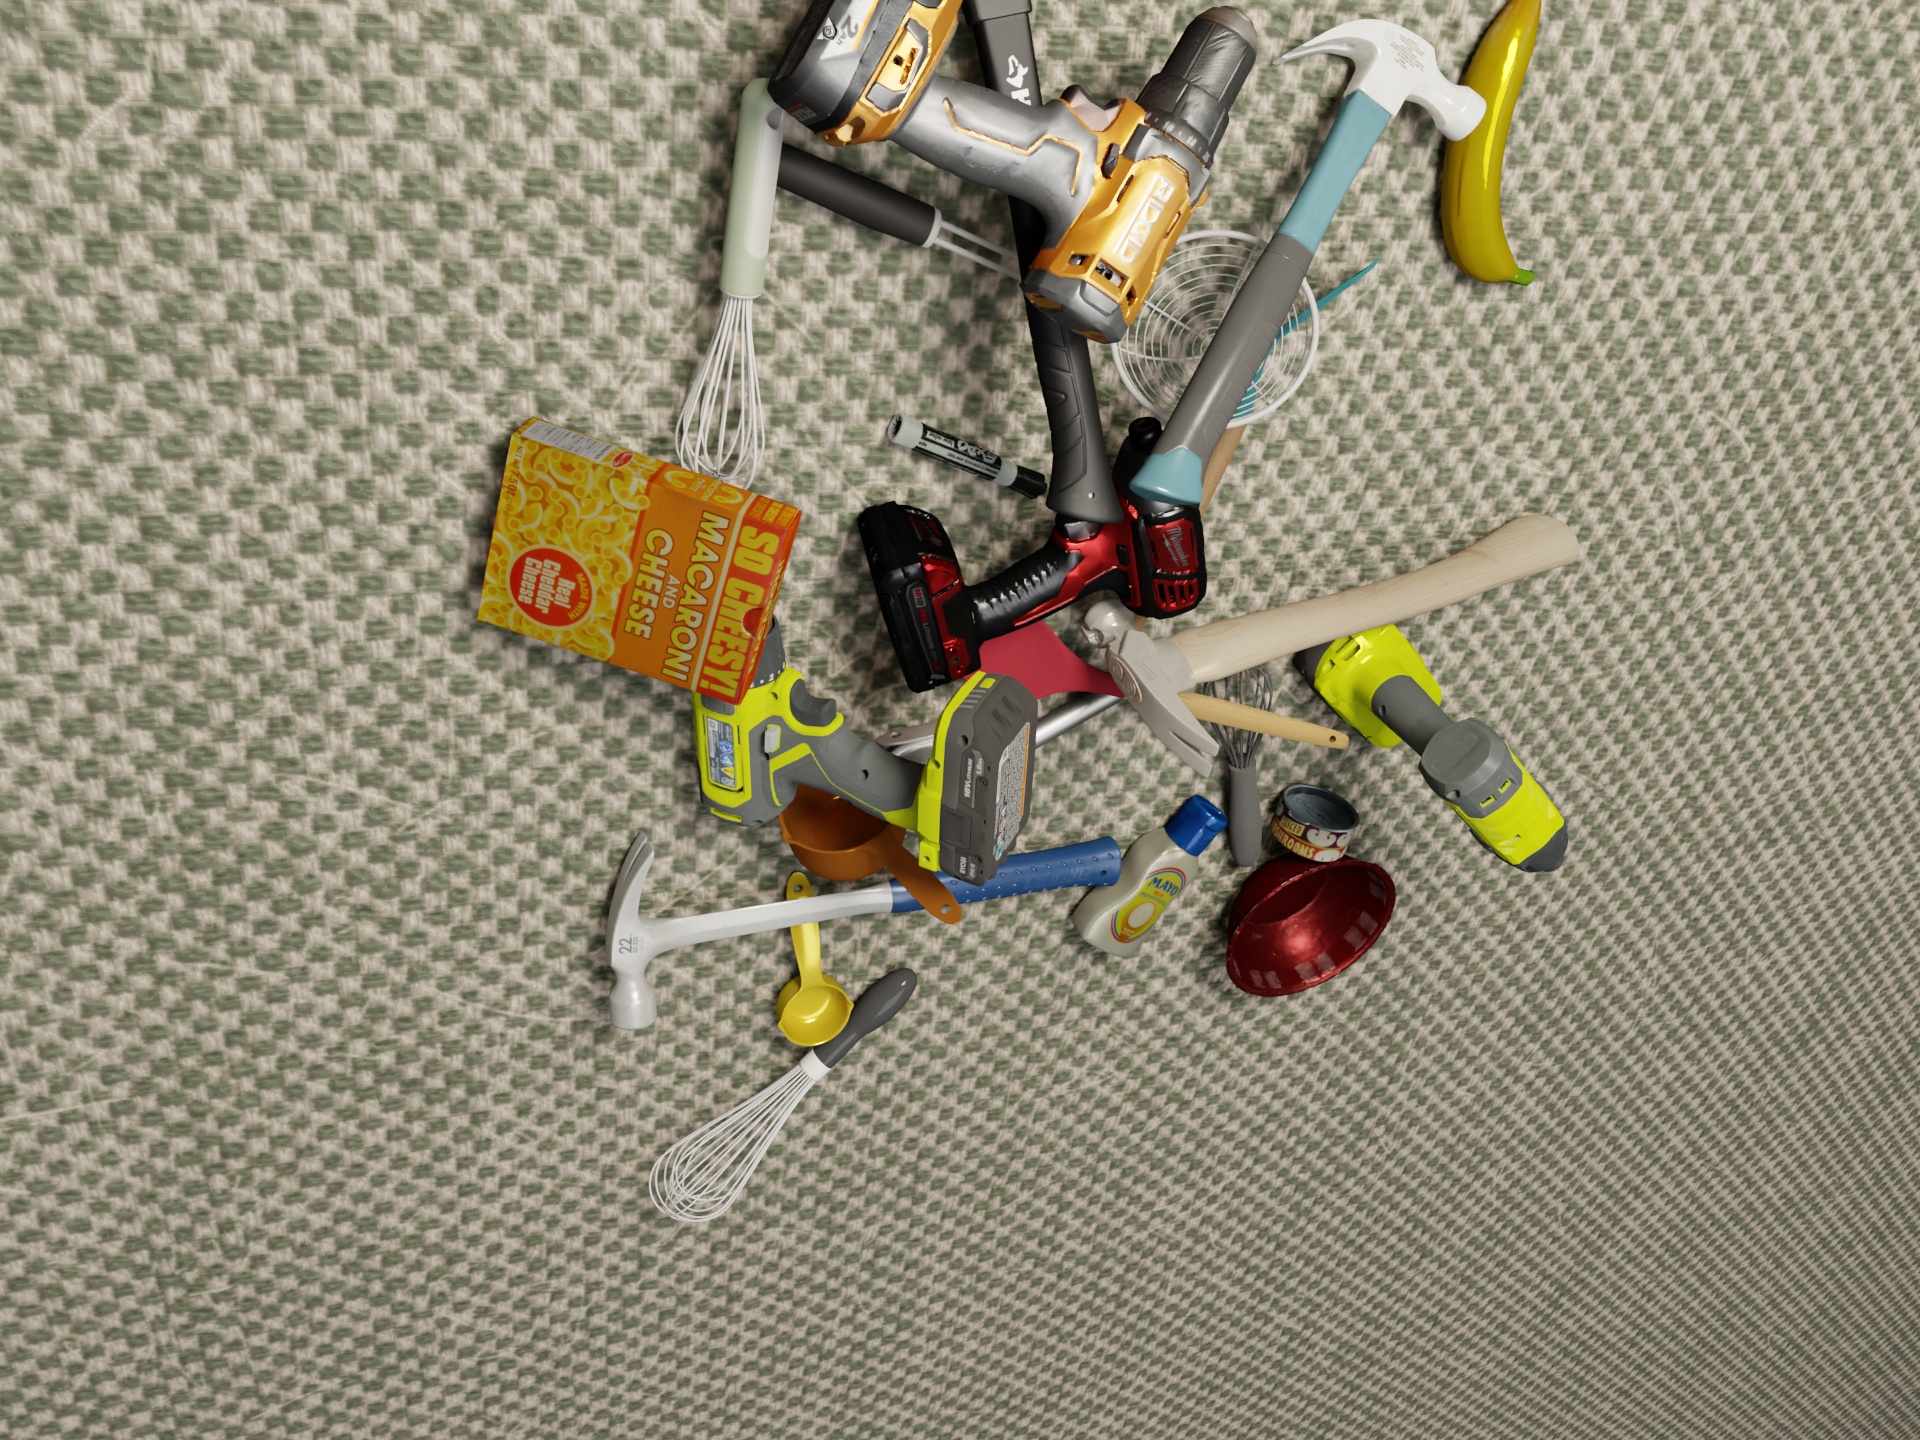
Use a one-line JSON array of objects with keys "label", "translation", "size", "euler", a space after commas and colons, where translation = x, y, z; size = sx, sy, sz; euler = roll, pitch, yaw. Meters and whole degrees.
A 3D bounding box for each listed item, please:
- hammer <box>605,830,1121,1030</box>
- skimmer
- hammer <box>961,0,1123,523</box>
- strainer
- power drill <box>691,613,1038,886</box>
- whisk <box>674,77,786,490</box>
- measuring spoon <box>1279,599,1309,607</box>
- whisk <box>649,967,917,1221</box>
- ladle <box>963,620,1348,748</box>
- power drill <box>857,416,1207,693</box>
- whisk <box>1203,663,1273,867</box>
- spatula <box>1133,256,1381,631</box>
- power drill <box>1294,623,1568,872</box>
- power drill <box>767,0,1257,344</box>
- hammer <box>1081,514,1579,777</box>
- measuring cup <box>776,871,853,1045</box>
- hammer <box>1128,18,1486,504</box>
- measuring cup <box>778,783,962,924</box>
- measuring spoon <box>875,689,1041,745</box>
[{"label": "hammer", "translation": [-0.064, 0.130, 1.196], "size": [0.405, 0.035, 0.144], "euler": [-7, 114, -23]}, {"label": "skimmer", "translation": [0.048, -0.273, 0.934], "size": [0.363, 0.090, 0.127], "euler": [14, 89, -29]}, {"label": "hammer", "translation": [0.051, -0.273, 0.900], "size": [0.146, 0.035, 0.334], "euler": [-16, 108, -11]}, {"label": "strainer", "translation": [0.037, 0.021, 1.173], "size": [0.258, 0.050, 0.086], "euler": [-29, 122, -7]}, {"label": "power drill", "translation": [-0.071, 0.002, 1.017], "size": [0.080, 0.228, 0.190], "euler": [-50, 151, -49]}, {"label": "whisk", "translation": [-0.124, -0.235, 0.895], "size": [0.058, 0.059, 0.246], "euler": [-32, 146, -45]}, {"label": "measuring spoon", "translation": [0.236, -0.073, 1.212], "size": [0.117, 0.011, 0.021], "euler": [-15, 128, -14]}, {"label": "whisk", "translation": [-0.141, 0.299, 1.282], "size": [0.284, 0.070, 0.070], "euler": [-44, 129, 3]}, {"label": "ladle", "translation": [0.144, -0.019, 1.157], "size": [0.315, 0.031, 0.069], "euler": [13, 98, -16]}, {"label": "power drill", "translation": [0.052, -0.111, 1.039], "size": [0.219, 0.079, 0.143], "euler": [-17, 132, -4]}, {"label": "whisk", "translation": [0.223, 0.037, 1.263], "size": [0.055, 0.055, 0.238], "euler": [-21, 133, -9]}, {"label": "spatula", "translation": [0.188, -0.178, 1.091], "size": [0.044, 0.082, 0.317], "euler": [30, 119, 9]}, {"label": "power drill", "translation": [0.359, 0.018, 1.193], "size": [0.080, 0.223, 0.171], "euler": [-43, 129, 10]}, {"label": "power drill", "translation": [0.039, -0.330, 0.823], "size": [0.226, 0.084, 0.185], "euler": [29, 94, -24]}, {"label": "hammer", "translation": [0.296, -0.075, 1.153], "size": [0.410, 0.146, 0.038], "euler": [-17, 144, -23]}, {"label": "measuring cup", "translation": [-0.121, 0.180, 1.230], "size": [0.062, 0.029, 0.156], "euler": [-13, 116, -18]}, {"label": "hammer", "translation": [0.194, -0.271, 0.952], "size": [0.128, 0.033, 0.331], "euler": [31, 83, -19]}, {"label": "measuring cup", "translation": [-0.054, 0.094, 1.099], "size": [0.095, 0.174, 0.052], "euler": [-37, 148, -18]}, {"label": "measuring spoon", "translation": [-0.002, -0.004, 1.145], "size": [0.124, 0.034, 0.018], "euler": [-14, 119, -9]}]
